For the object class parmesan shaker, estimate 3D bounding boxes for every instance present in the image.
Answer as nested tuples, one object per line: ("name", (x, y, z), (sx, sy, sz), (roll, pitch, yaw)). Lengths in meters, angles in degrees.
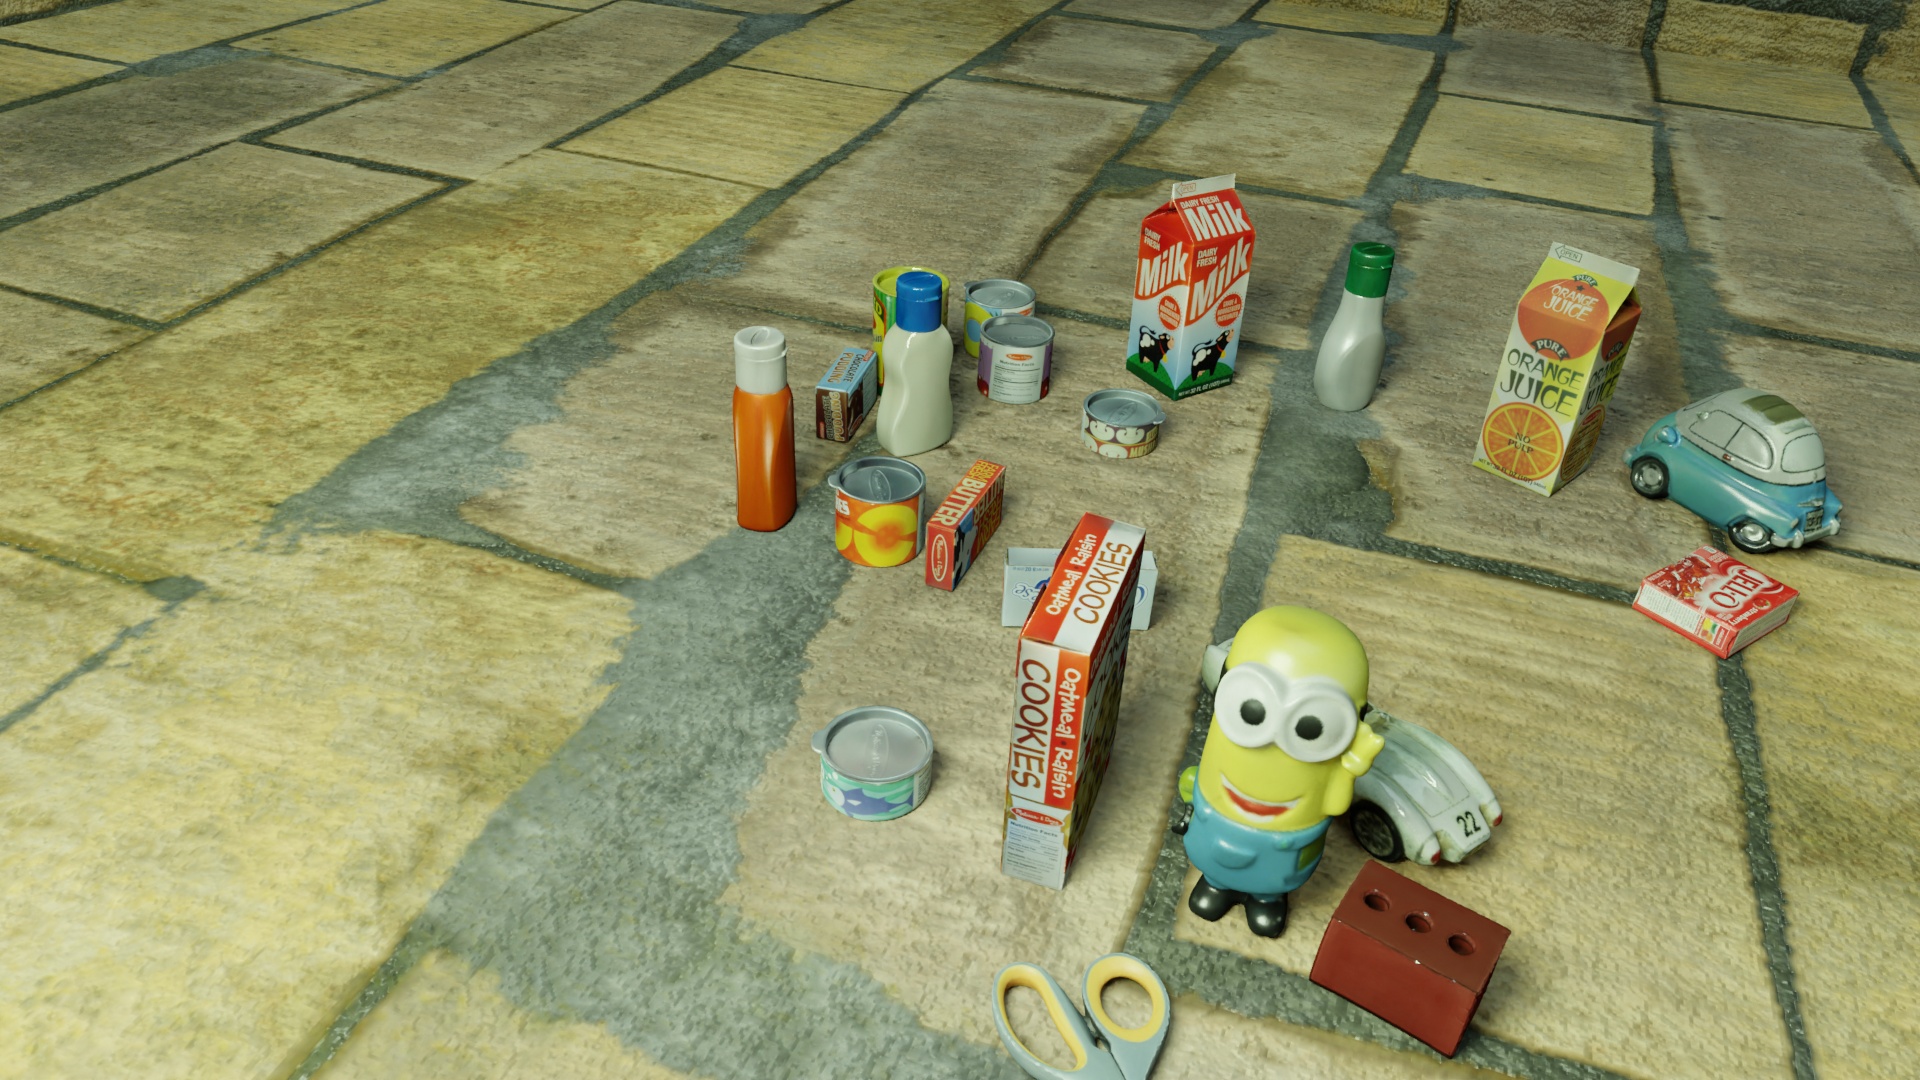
("parmesan shaker", (-0.044, -0.178, 1.213), (0.071, 0.102, 0.072), (2, 33, -1))

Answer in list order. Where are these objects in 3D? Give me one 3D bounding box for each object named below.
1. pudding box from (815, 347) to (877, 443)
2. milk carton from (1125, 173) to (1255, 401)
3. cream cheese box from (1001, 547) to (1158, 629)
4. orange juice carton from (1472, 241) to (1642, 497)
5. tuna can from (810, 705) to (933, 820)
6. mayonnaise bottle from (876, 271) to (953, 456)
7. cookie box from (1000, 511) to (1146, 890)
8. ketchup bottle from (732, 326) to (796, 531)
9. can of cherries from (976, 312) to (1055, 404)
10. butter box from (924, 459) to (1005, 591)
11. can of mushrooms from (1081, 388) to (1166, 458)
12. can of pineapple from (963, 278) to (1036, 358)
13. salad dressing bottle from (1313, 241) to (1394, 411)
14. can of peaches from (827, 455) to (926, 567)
("pudding box", (-0.096, -0.124, 1.176), (0.030, 0.049, 0.084), (10, 34, 10))
("milk carton", (0.205, -0.229, 1.233), (0.072, 0.189, 0.073), (-17, 39, -28))
("cream cheese box", (0.080, 0.033, 0.951), (0.104, 0.053, 0.024), (1, 33, -3))
("orange juice carton", (0.486, -0.141, 1.123), (0.073, 0.191, 0.072), (-27, 44, -37))
("tuna can", (-0.052, 0.130, 0.813), (0.071, 0.032, 0.071), (2, 34, -1))
("mayonnaise bottle", (-0.035, -0.142, 1.120), (0.065, 0.147, 0.041), (-20, 40, -31))
("cookie box", (0.061, 0.087, 0.766), (0.040, 0.166, 0.123), (13, 35, 14))
("ketchup bottle", (-0.144, -0.083, 1.021), (0.043, 0.148, 0.065), (7, 34, 5))
("can of cherries", (0.049, -0.163, 1.239), (0.071, 0.058, 0.072), (2, 34, -1))
("butter box", (0.004, -0.013, 1.014), (0.024, 0.052, 0.104), (15, 35, 17))
("can of mushrooms", (0.137, -0.098, 1.171), (0.071, 0.033, 0.071), (2, 34, -1))
("can of pineapple", (0.035, -0.208, 1.305), (0.071, 0.057, 0.071), (2, 34, -1))
("salad dressing bottle", (0.349, -0.187, 1.221), (0.064, 0.146, 0.044), (-15, 38, -25))
("can of peaches", (-0.061, -0.021, 1.017), (0.071, 0.057, 0.071), (2, 34, -1))
